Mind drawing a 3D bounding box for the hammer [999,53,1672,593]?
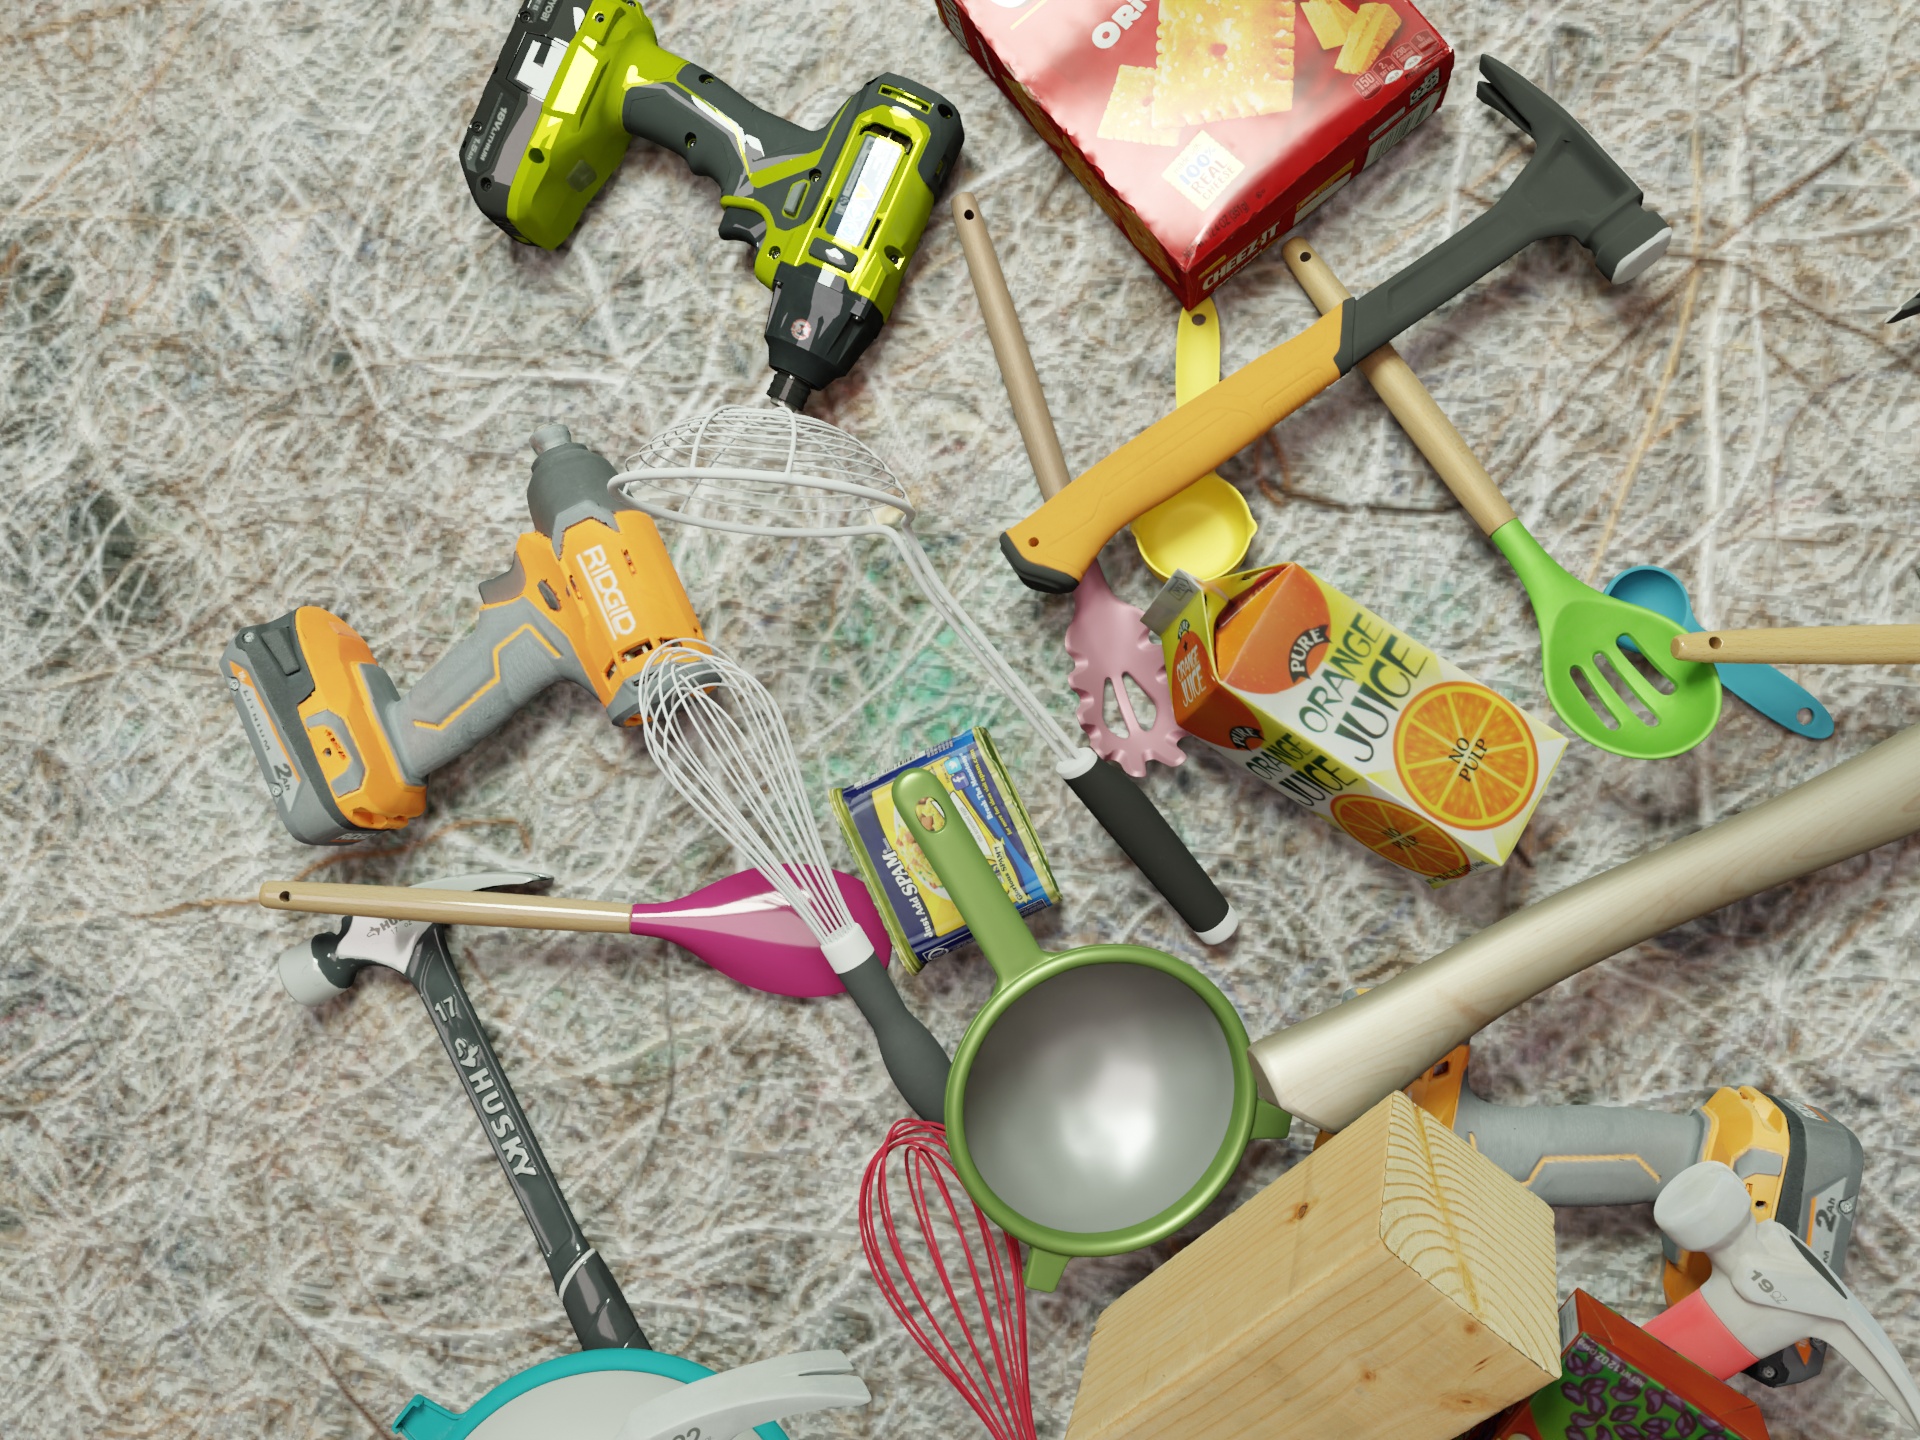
[{"bbox_3d":[0.159,-0.175,0.760,0.337,0.034,0.127,-35,72,3],"label":"hammer"}]

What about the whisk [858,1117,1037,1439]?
[{"bbox_3d":[0.022,0.332,0.760,0.073,0.073,0.296,-22,84,7],"label":"whisk"}]

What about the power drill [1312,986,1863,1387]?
[{"bbox_3d":[0.272,0.236,0.736,0.226,0.084,0.185,11,92,13],"label":"power drill"}]

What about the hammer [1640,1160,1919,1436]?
[{"bbox_3d":[0.229,0.360,0.708,0.386,0.038,0.143,-44,85,20],"label":"hammer"}]

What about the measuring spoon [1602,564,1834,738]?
[{"bbox_3d":[0.362,-0.029,0.766,0.128,0.021,0.042,34,93,-1],"label":"measuring spoon"}]

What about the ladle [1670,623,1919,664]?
[{"bbox_3d":[0.470,-0.036,0.706,0.315,0.031,0.069,-1,76,-3],"label":"ladle"}]

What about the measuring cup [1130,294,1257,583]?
[{"bbox_3d":[0.119,-0.140,0.804,0.062,0.029,0.157,1,76,10],"label":"measuring cup"}]

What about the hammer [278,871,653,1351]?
[{"bbox_3d":[-0.203,0.267,0.828,0.149,0.036,0.409,-29,84,5],"label":"hammer"}]

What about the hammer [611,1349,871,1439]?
[{"bbox_3d":[-0.070,0.458,0.715,0.144,0.035,0.405,-21,113,-20],"label":"hammer"}]

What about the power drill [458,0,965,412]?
[{"bbox_3d":[-0.131,-0.272,0.817,0.223,0.080,0.171,25,91,6],"label":"power drill"}]

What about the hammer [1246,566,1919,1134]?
[{"bbox_3d":[0.314,0.066,0.713,0.410,0.038,0.146,-24,83,-6],"label":"hammer"}]

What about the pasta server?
[{"bbox_3d":[0.048,-0.123,0.803,0.060,0.040,0.316,-17,84,-5],"label":"pasta server"}]

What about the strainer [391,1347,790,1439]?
[{"bbox_3d":[-0.107,0.407,0.748,0.340,0.095,0.211,-7,85,-3],"label":"strainer"}]

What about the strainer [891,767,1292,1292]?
[{"bbox_3d":[0.035,0.130,0.758,0.151,0.069,0.256,-32,100,-6],"label":"strainer"}]

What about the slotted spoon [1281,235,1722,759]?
[{"bbox_3d":[0.245,-0.113,0.756,0.070,0.031,0.314,-32,73,2],"label":"slotted spoon"}]

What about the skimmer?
[{"bbox_3d":[-0.001,-0.002,0.718,0.363,0.127,0.090,49,67,-20],"label":"skimmer"}]

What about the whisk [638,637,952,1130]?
[{"bbox_3d":[-0.071,0.085,0.783,0.070,0.070,0.284,-29,101,6],"label":"whisk"}]

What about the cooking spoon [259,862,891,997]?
[{"bbox_3d":[-0.194,0.100,0.812,0.319,0.017,0.069,4,87,-3],"label":"cooking spoon"}]

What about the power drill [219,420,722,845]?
[{"bbox_3d":[-0.256,-0.045,0.826,0.226,0.084,0.164,-25,84,3],"label":"power drill"}]

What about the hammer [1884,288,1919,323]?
[{"bbox_3d":[0.502,-0.061,0.683,0.146,0.035,0.335,0,73,-1],"label":"hammer"}]
